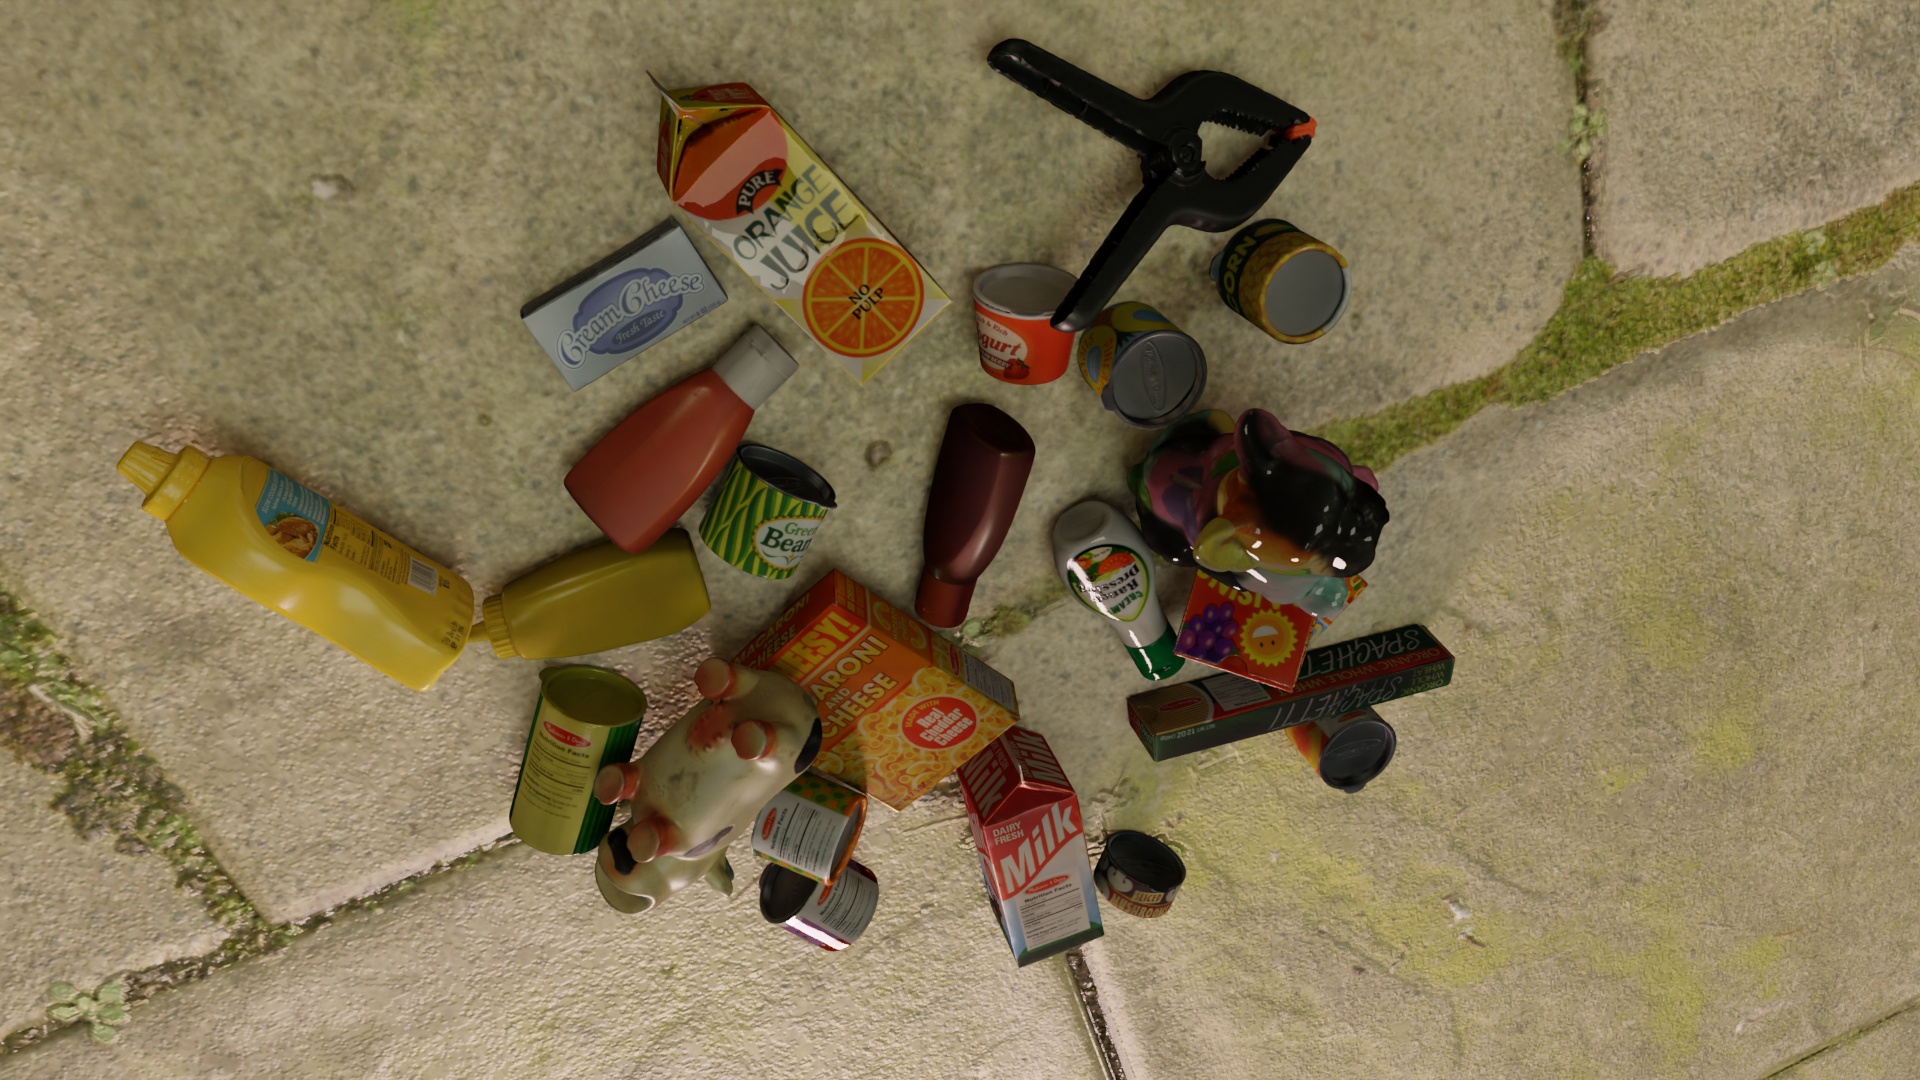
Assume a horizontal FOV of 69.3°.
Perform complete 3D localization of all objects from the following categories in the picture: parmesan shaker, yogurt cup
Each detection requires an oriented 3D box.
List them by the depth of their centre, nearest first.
[{"bbox_3d":[0.040,-0.130,0.842,0.072,0.073,0.053,-9,128,-14],"label":"yogurt cup"},{"bbox_3d":[-0.248,0.140,0.890,0.071,0.071,0.102,11,114,-23],"label":"parmesan shaker"}]

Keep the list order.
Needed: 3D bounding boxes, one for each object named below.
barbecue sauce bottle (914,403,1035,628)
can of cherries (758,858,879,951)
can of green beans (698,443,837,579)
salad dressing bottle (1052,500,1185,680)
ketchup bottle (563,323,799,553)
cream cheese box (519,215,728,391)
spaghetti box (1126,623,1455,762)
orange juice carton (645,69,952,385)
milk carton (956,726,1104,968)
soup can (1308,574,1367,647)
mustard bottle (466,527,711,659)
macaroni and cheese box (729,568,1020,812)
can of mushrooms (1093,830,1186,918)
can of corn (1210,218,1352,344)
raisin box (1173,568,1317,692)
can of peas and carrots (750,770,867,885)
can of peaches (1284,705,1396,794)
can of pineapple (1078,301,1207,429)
[{"bbox_3d":[0.003,-0.011,0.896,0.044,0.065,0.147,-9,130,-34],"label":"barbecue sauce bottle"},{"bbox_3d":[-0.103,0.254,1.000,0.058,0.072,0.071,37,101,-32],"label":"can of cherries"},{"bbox_3d":[-0.118,-0.017,0.847,0.071,0.071,0.057,21,109,-27],"label":"can of green beans"},{"bbox_3d":[0.114,0.038,0.966,0.064,0.044,0.147,-24,126,14],"label":"salad dressing bottle"},{"bbox_3d":[-0.160,-0.064,0.815,0.149,0.043,0.065,-44,80,2],"label":"ketchup bottle"},{"bbox_3d":[-0.190,-0.134,0.786,0.104,0.024,0.053,-31,121,-1],"label":"cream cheese box"},{"bbox_3d":[0.251,0.113,1.050,0.250,0.050,0.028,-12,122,-12],"label":"spaghetti box"},{"bbox_3d":[-0.099,-0.181,0.763,0.073,0.072,0.192,-43,122,6],"label":"orange juice carton"},{"bbox_3d":[0.049,0.216,1.024,0.073,0.072,0.189,-18,122,-8],"label":"milk carton"},{"bbox_3d":[0.241,0.042,0.995,0.071,0.071,0.083,36,102,-30],"label":"soup can"},{"bbox_3d":[-0.237,0.039,0.848,0.160,0.049,0.065,-15,120,-9],"label":"mustard bottle"},{"bbox_3d":[-0.063,0.104,0.932,0.166,0.040,0.123,35,116,-29],"label":"macaroni and cheese box"},{"bbox_3d":[0.139,0.261,1.079,0.071,0.071,0.033,10,115,-23],"label":"can of mushrooms"},{"bbox_3d":[0.203,-0.164,0.880,0.071,0.058,0.070,-8,119,-15],"label":"can of corn"},{"bbox_3d":[0.205,0.031,0.951,0.086,0.040,0.123,17,93,15],"label":"raisin box"},{"bbox_3d":[-0.102,0.194,0.950,0.059,0.071,0.070,20,114,12],"label":"can of peas and carrots"},{"bbox_3d":[0.294,0.152,1.080,0.071,0.058,0.071,-8,120,-15],"label":"can of peaches"},{"bbox_3d":[0.112,-0.111,0.878,0.071,0.058,0.070,-8,119,-14],"label":"can of pineapple"}]
